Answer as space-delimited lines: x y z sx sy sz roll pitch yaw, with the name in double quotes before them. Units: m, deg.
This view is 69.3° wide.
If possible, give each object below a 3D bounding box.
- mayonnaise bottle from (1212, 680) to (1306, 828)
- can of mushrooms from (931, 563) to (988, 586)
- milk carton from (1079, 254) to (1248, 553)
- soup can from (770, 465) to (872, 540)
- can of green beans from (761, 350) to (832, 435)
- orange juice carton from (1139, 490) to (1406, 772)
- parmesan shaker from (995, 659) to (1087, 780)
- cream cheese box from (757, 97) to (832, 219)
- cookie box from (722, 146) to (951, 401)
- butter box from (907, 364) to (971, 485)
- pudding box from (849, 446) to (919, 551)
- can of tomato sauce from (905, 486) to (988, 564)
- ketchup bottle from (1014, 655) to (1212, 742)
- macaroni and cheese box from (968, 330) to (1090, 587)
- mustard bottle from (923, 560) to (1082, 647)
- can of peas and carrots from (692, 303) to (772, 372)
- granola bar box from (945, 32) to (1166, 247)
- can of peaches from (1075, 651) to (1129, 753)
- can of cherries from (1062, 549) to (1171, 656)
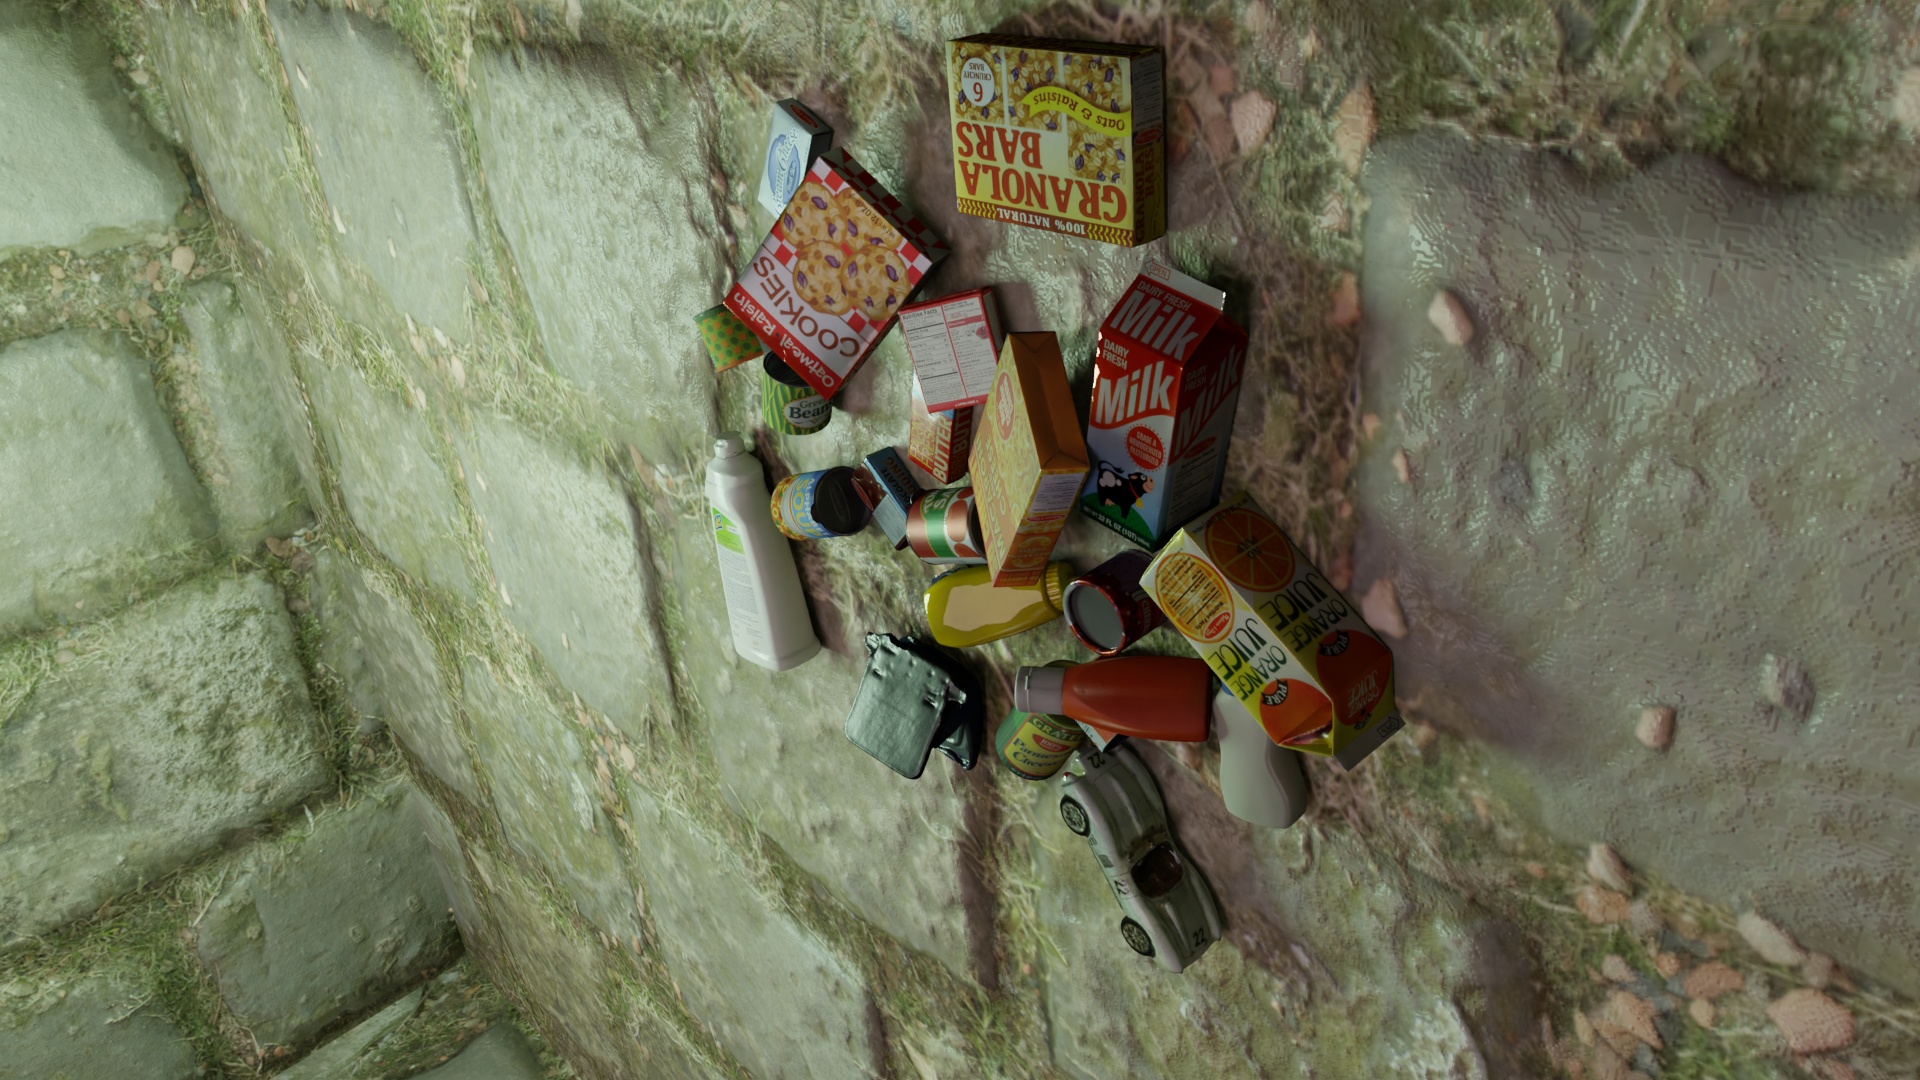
"mayonnaise bottle" 0.218 0.140 1.033 0.065 0.041 0.147 10 119 46
"can of mushrooms" 0.009 0.050 1.236 0.071 0.033 0.070 30 135 36
"milk carton" 0.138 -0.095 0.945 0.072 0.074 0.189 33 136 34
"soup can" -0.135 -0.034 1.326 0.083 0.071 0.071 -5 109 52
"can of green beans" -0.149 -0.138 1.278 0.071 0.071 0.057 38 139 29
"orange juice carton" 0.220 0.068 0.955 0.193 0.072 0.072 51 143 15
"parmesan shaker" 0.079 0.157 1.196 0.071 0.071 0.102 49 143 17
"cream cheese box" -0.142 -0.319 1.185 0.053 0.024 0.103 46 142 22
"cookie box" -0.104 -0.214 1.132 0.123 0.040 0.166 43 126 0
"butter box" -0.017 -0.103 1.175 0.053 0.024 0.103 35 136 33
"pudding box" -0.061 -0.039 1.267 0.084 0.030 0.049 55 145 9
"can of tomato sauce" 0.004 -0.015 1.171 0.083 0.071 0.071 -2 111 51
"ketchup bottle" 0.117 0.118 1.066 0.149 0.065 0.043 2 157 13
"macaroni and cheese box" 0.048 -0.057 1.046 0.165 0.040 0.124 108 155 -57
"mustard bottle" 0.048 0.047 1.152 0.160 0.049 0.065 -13 95 30
"can of peas and carrots" -0.213 -0.196 1.315 0.071 0.071 0.058 -10 106 53
"granola bar box" 0.064 -0.275 0.946 0.166 0.039 0.123 23 129 41
"can of peaches" 0.123 0.127 1.123 0.058 0.071 0.071 49 143 18
"can of cherries" 0.124 0.049 1.073 0.071 0.058 0.071 30 134 37
